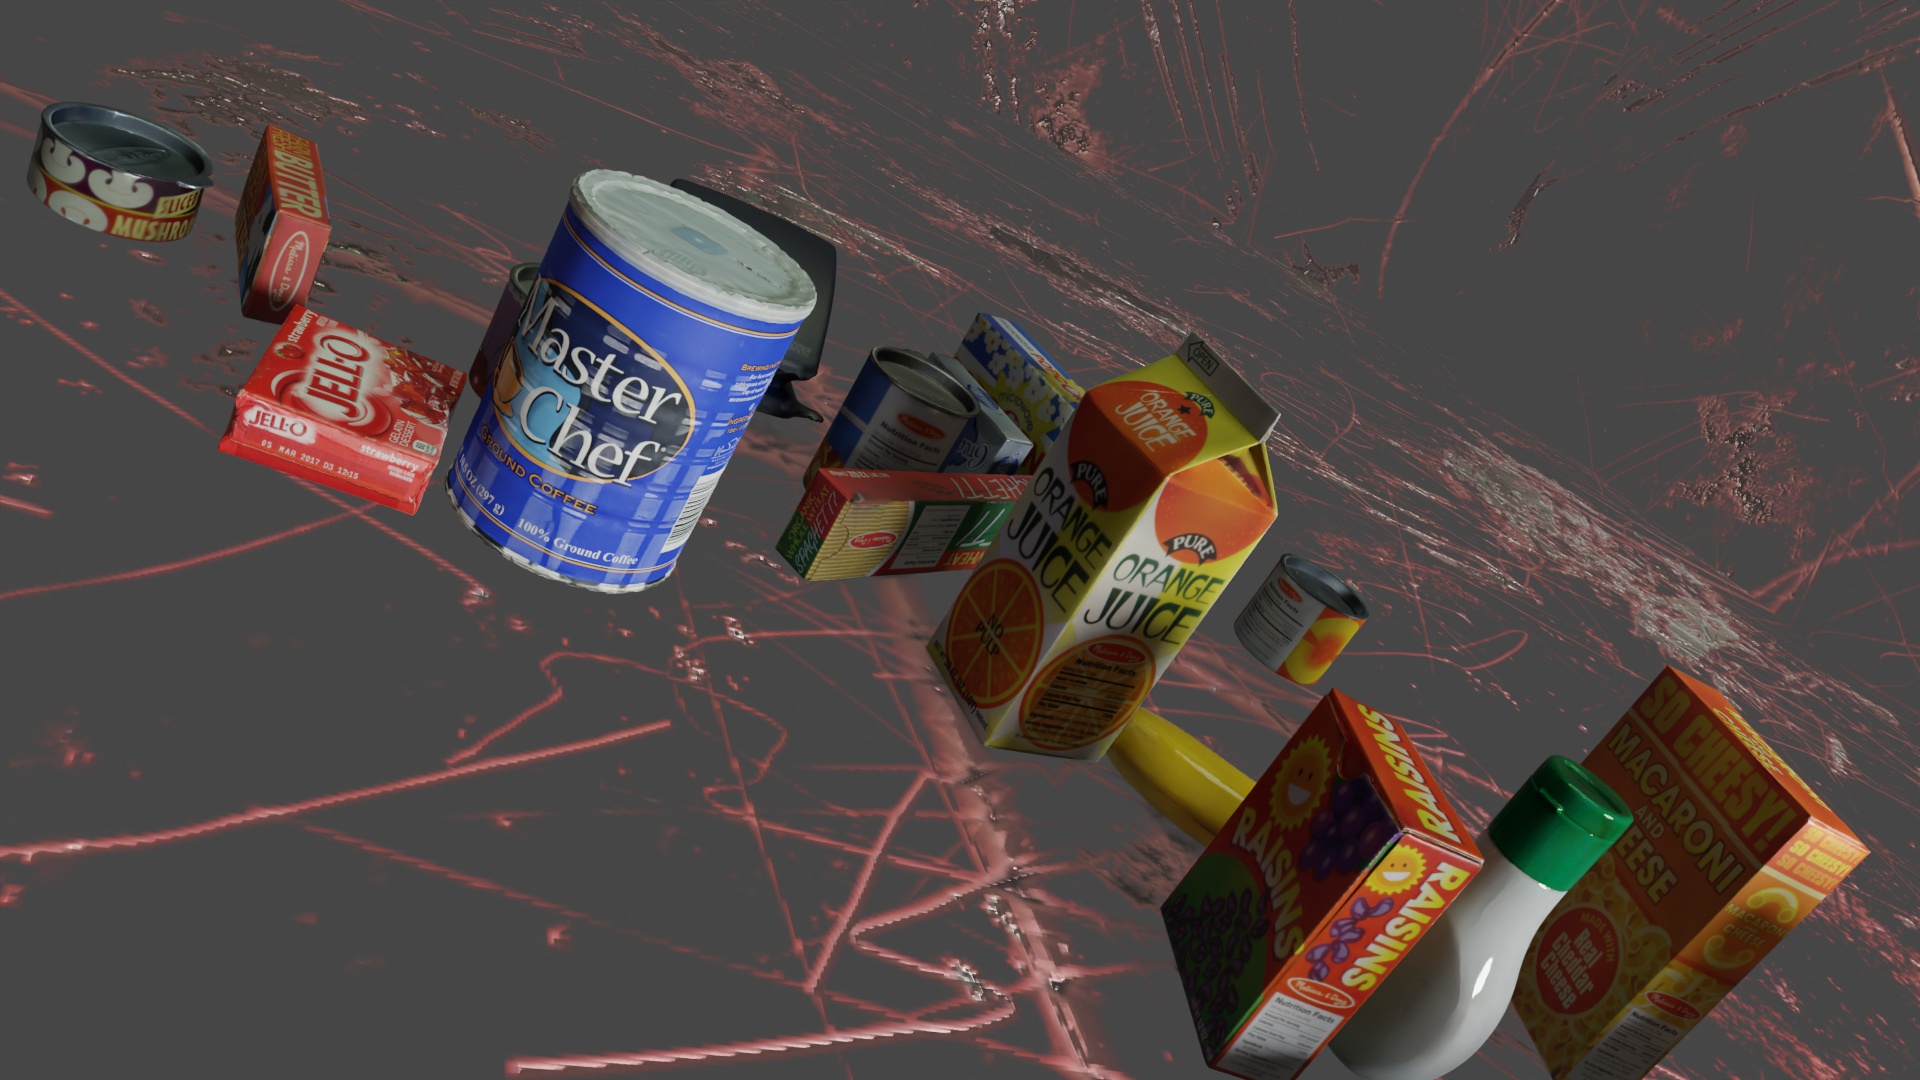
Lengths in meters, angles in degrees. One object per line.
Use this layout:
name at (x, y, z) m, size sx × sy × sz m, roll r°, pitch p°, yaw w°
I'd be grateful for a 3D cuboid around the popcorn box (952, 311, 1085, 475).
popcorn box at (0.034, -0.078, 0.892) m, size 0.038 × 0.085 × 0.127 m, roll 11°, pitch 29°, yaw -41°

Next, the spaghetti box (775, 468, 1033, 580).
spaghetti box at (0.003, -0.009, 0.753) m, size 0.029 × 0.050 × 0.250 m, roll 43°, pitch 25°, yaw 27°

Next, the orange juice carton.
orange juice carton at (0.070, 0.003, 0.624) m, size 0.073 × 0.192 × 0.072 m, roll 15°, pitch 27°, yaw -36°

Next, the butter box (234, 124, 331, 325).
butter box at (-0.308, -0.144, 0.630) m, size 0.024 × 0.053 × 0.104 m, roll 15°, pitch 27°, yaw -37°

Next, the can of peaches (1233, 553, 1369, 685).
can of peaches at (0.221, 0.052, 0.897) m, size 0.071 × 0.058 × 0.071 m, roll 27°, pitch 22°, yaw -12°

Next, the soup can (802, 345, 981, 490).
soup can at (-0.038, -0.053, 0.748) m, size 0.071 × 0.083 × 0.071 m, roll 27°, pitch 22°, yaw -12°

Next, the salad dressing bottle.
salad dressing bottle at (0.199, 0.149, 0.542) m, size 0.044 × 0.147 × 0.064 m, roll 15°, pitch 27°, yaw -36°

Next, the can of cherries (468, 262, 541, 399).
can of cherries at (-0.191, -0.089, 0.658) m, size 0.071 × 0.058 × 0.072 m, roll 27°, pitch 22°, yaw -12°

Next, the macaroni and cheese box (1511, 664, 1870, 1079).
macaroni and cheese box at (0.322, 0.159, 0.656) m, size 0.040 × 0.165 × 0.124 m, roll 26°, pitch 22°, yaw -14°

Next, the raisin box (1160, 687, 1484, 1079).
raisin box at (0.131, 0.131, 0.525) m, size 0.040 × 0.123 × 0.086 m, roll 25°, pitch 22°, yaw -16°

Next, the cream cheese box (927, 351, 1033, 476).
cream cheese box at (0.001, -0.069, 0.871) m, size 0.024 × 0.053 × 0.104 m, roll 12°, pitch 29°, yaw -41°

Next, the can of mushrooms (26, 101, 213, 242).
can of mushrooms at (-0.369, -0.161, 0.614) m, size 0.071 × 0.033 × 0.071 m, roll 27°, pitch 22°, yaw -12°
